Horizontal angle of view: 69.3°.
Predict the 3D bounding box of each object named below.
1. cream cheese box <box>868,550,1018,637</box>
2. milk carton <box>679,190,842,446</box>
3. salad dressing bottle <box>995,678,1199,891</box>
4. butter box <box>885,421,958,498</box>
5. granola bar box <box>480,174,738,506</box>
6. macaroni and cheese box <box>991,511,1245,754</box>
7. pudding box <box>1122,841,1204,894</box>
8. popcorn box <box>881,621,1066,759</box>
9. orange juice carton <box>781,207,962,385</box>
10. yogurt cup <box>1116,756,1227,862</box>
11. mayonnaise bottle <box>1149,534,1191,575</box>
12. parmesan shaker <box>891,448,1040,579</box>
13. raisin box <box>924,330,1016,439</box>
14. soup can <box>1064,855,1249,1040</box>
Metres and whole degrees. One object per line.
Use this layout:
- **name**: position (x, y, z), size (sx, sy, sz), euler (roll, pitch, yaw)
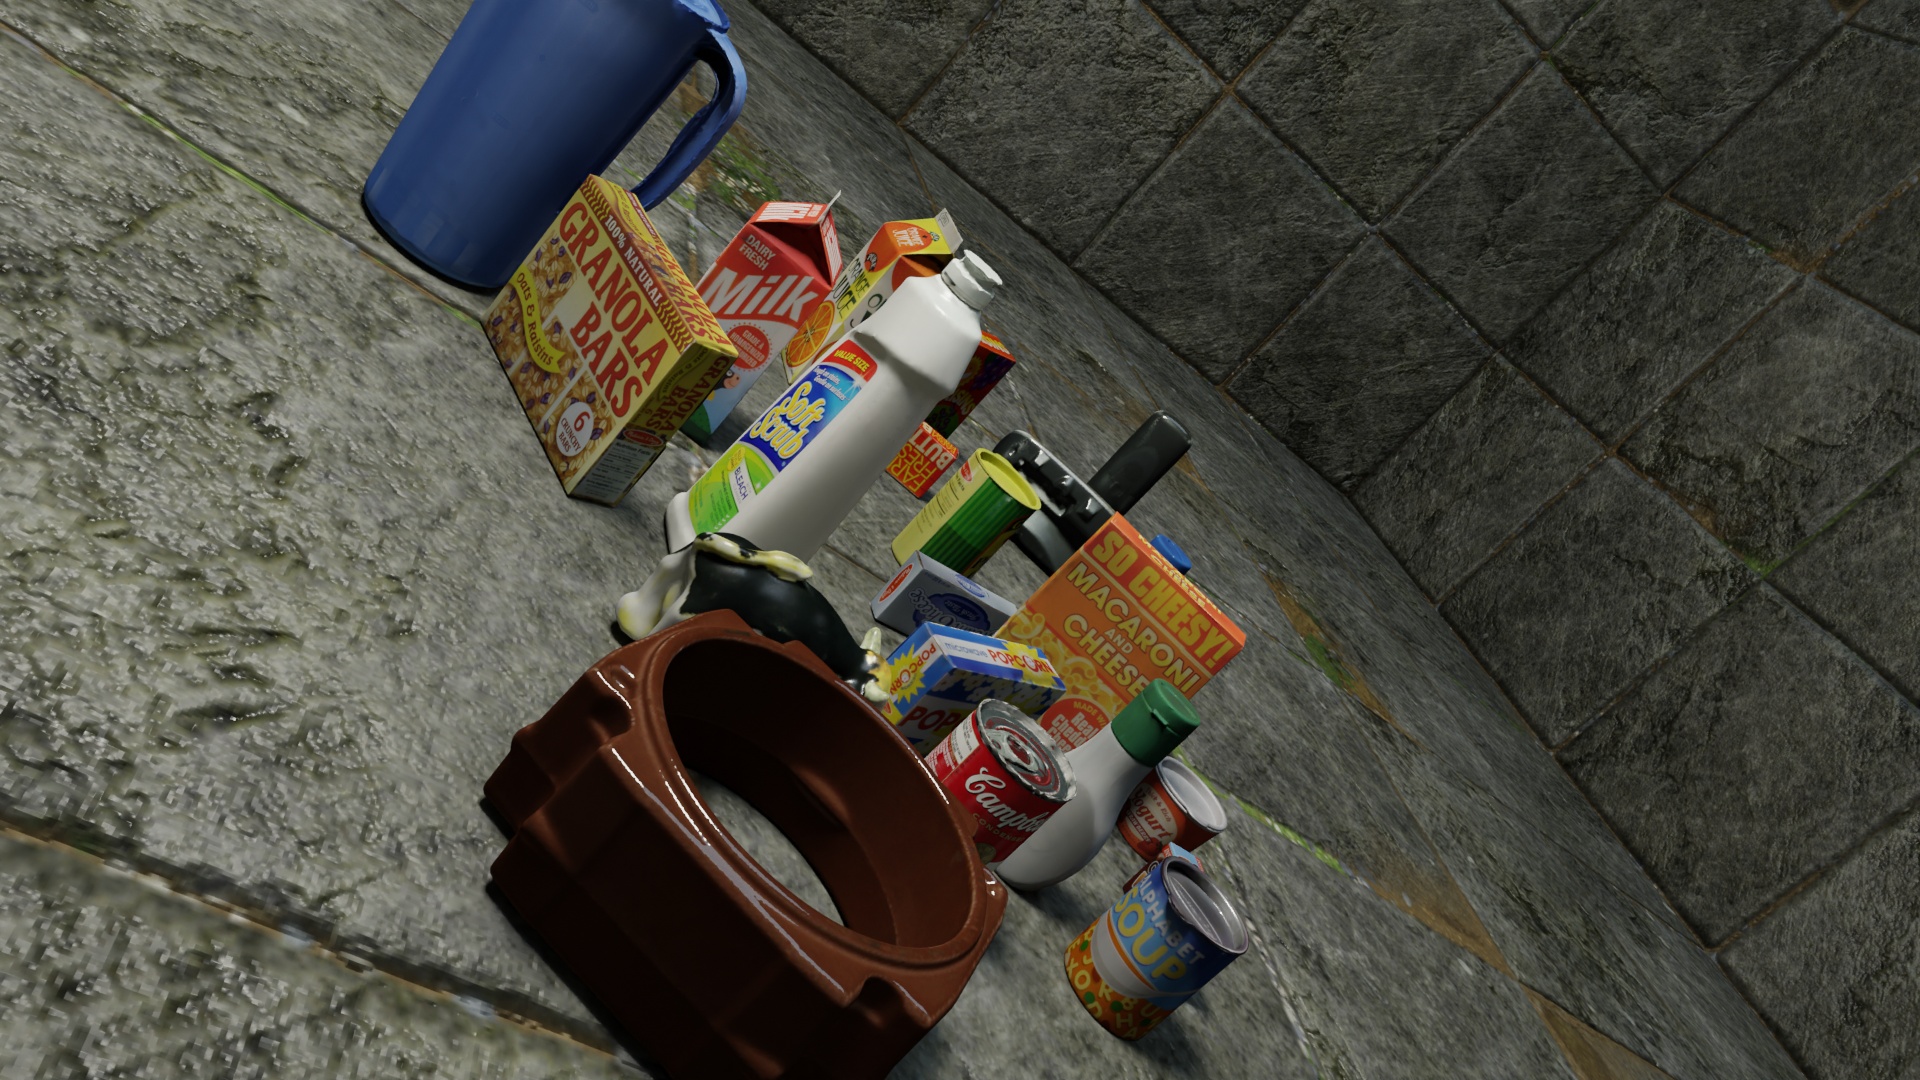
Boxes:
- **cream cheese box**: position (-0.009, 0.051, 0.987), size (0.103, 0.053, 0.024), euler (30, 22, -35)
- **milk carton**: position (-0.146, -0.165, 0.965), size (0.073, 0.190, 0.072), euler (39, 18, -14)
- **salad dressing bottle**: position (0.076, 0.142, 0.810), size (0.064, 0.147, 0.044), euler (47, 18, 12)
- **butter box**: position (-0.057, -0.089, 1.204), size (0.103, 0.053, 0.024), euler (40, 18, -9)
- **granola bar box**: position (-0.213, -0.121, 0.830), size (0.039, 0.124, 0.166), euler (19, 30, -52)
- **macaroni and cheese box**: position (0.092, 0.081, 0.950), size (0.124, 0.166, 0.040), euler (44, 17, 2)
- **pudding box**: position (0.138, 0.239, 0.881), size (0.030, 0.049, 0.084), euler (35, 20, -24)
- **popcorn box**: position (-0.004, 0.098, 0.842), size (0.126, 0.085, 0.038), euler (19, 30, -53)
- **orange juice carton**: position (-0.068, -0.204, 1.213), size (0.073, 0.192, 0.072), euler (32, 21, -31)
- **yogurt cup**: position (0.148, 0.196, 0.992), size (0.072, 0.053, 0.073), euler (38, 18, -15)
- **mayonnaise bottle**: position (0.116, 0.058, 1.082), size (0.041, 0.147, 0.065), euler (34, 20, -28)
- **parmesan shaker**: position (0.004, -0.014, 1.080), size (0.071, 0.103, 0.071), euler (38, 18, -15)
- **raisin box**: position (-0.017, -0.143, 1.295), size (0.040, 0.123, 0.086), euler (52, 20, 26)
- **soup can**: position (0.108, 0.230, 0.783), size (0.071, 0.083, 0.071), euler (38, 18, -15)
